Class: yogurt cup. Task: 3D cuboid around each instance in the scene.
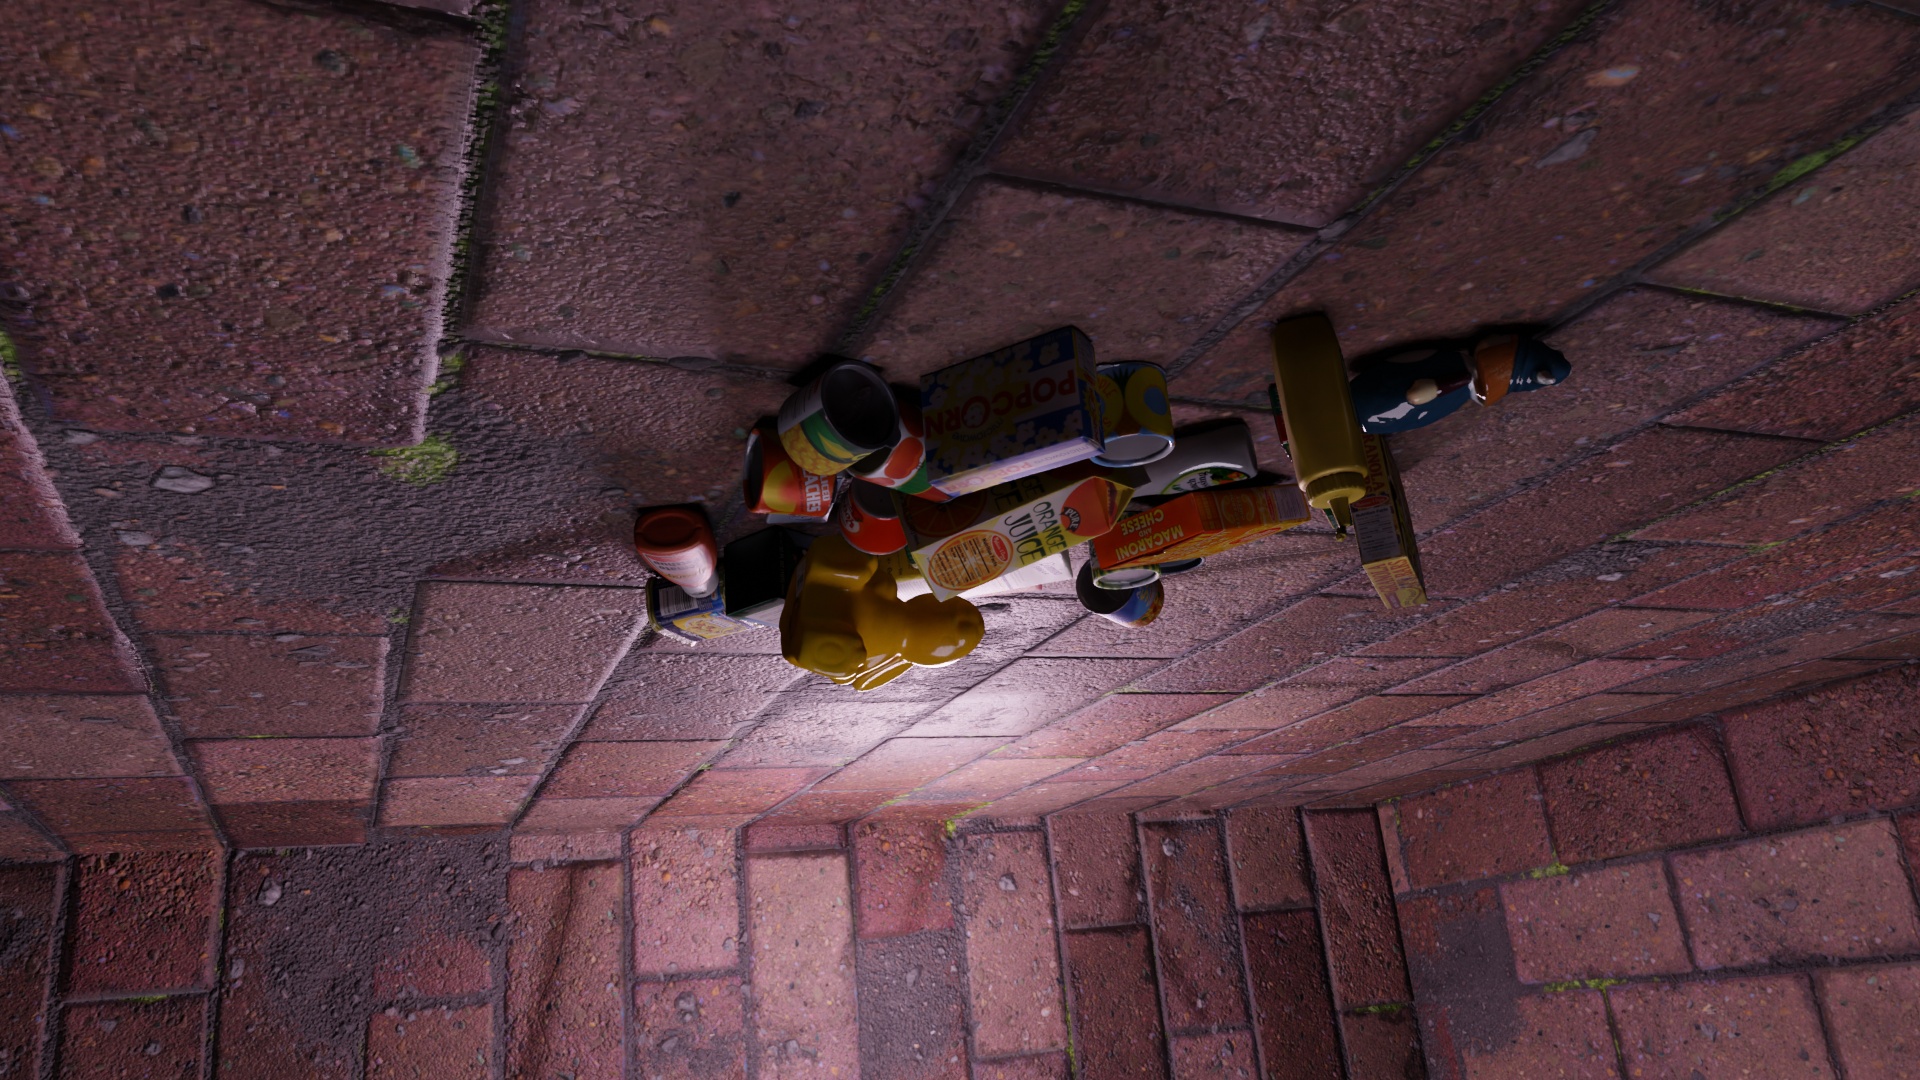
[{"bbox_3d":[-0.066,-0.029,1.154,0.072,0.072,0.053,-2,152,-11],"label":"yogurt cup"}]

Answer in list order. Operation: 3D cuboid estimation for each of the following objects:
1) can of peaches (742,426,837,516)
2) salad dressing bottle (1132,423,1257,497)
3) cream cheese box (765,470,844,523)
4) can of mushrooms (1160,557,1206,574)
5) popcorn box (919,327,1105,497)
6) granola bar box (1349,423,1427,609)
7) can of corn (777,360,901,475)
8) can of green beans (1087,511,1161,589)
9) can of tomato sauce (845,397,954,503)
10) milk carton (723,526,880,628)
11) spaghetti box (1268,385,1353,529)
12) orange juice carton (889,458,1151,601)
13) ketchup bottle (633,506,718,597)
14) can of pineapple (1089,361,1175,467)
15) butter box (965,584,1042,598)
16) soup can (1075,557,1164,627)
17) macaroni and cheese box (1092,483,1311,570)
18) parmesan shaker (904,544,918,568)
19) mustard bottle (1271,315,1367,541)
[{"bbox_3d":[-0.130,-0.051,1.058,0.058,0.071,0.071,4,159,-23],"label":"can of peaches"},{"bbox_3d":[0.171,-0.060,1.162,0.147,0.044,0.064,-13,165,20],"label":"salad dressing bottle"},{"bbox_3d":[-0.131,-0.042,1.154,0.053,0.024,0.103,0,160,-14],"label":"cream cheese box"},{"bbox_3d":[0.209,0.009,1.390,0.071,0.033,0.071,-5,162,-2],"label":"can of mushrooms"},{"bbox_3d":[0.035,-0.088,0.975,0.126,0.085,0.038,-15,157,27],"label":"popcorn box"},{"bbox_3d":[0.370,-0.019,1.215,0.039,0.124,0.165,-14,159,20],"label":"granola bar box"},{"bbox_3d":[-0.085,-0.084,0.978,0.071,0.071,0.058,10,156,-38],"label":"can of corn"},{"bbox_3d":[0.157,0.010,1.340,0.071,0.058,0.071,-5,161,-2],"label":"can of green beans"},{"bbox_3d":[-0.038,-0.070,1.038,0.071,0.071,0.083,-21,155,38],"label":"can of tomato sauce"},{"bbox_3d":[-0.134,0.047,1.342,0.073,0.072,0.190,-20,156,35],"label":"milk carton"},{"bbox_3d":[0.302,-0.067,1.171,0.028,0.050,0.249,-15,159,20],"label":"spaghetti box"},{"bbox_3d":[0.051,-0.032,1.096,0.193,0.072,0.072,-23,140,2],"label":"orange juice carton"},{"bbox_3d":[-0.248,0.014,1.253,0.065,0.043,0.148,-5,162,-1],"label":"ketchup bottle"},{"bbox_3d":[0.122,-0.093,1.030,0.071,0.058,0.070,-5,161,-2],"label":"can of pineapple"},{"bbox_3d":[0.033,0.040,1.441,0.103,0.024,0.053,-7,162,4],"label":"butter box"},{"bbox_3d":[0.171,0.051,1.453,0.071,0.071,0.083,-16,159,27],"label":"soup can"},{"bbox_3d":[0.220,-0.012,1.262,0.167,0.040,0.123,-7,168,-44],"label":"macaroni and cheese box"},{"bbox_3d":[0.004,-0.015,1.205,0.103,0.071,0.071,-9,161,12],"label":"parmesan shaker"},{"bbox_3d":[0.252,-0.074,0.964,0.049,0.160,0.065,-12,161,13],"label":"mustard bottle"}]
